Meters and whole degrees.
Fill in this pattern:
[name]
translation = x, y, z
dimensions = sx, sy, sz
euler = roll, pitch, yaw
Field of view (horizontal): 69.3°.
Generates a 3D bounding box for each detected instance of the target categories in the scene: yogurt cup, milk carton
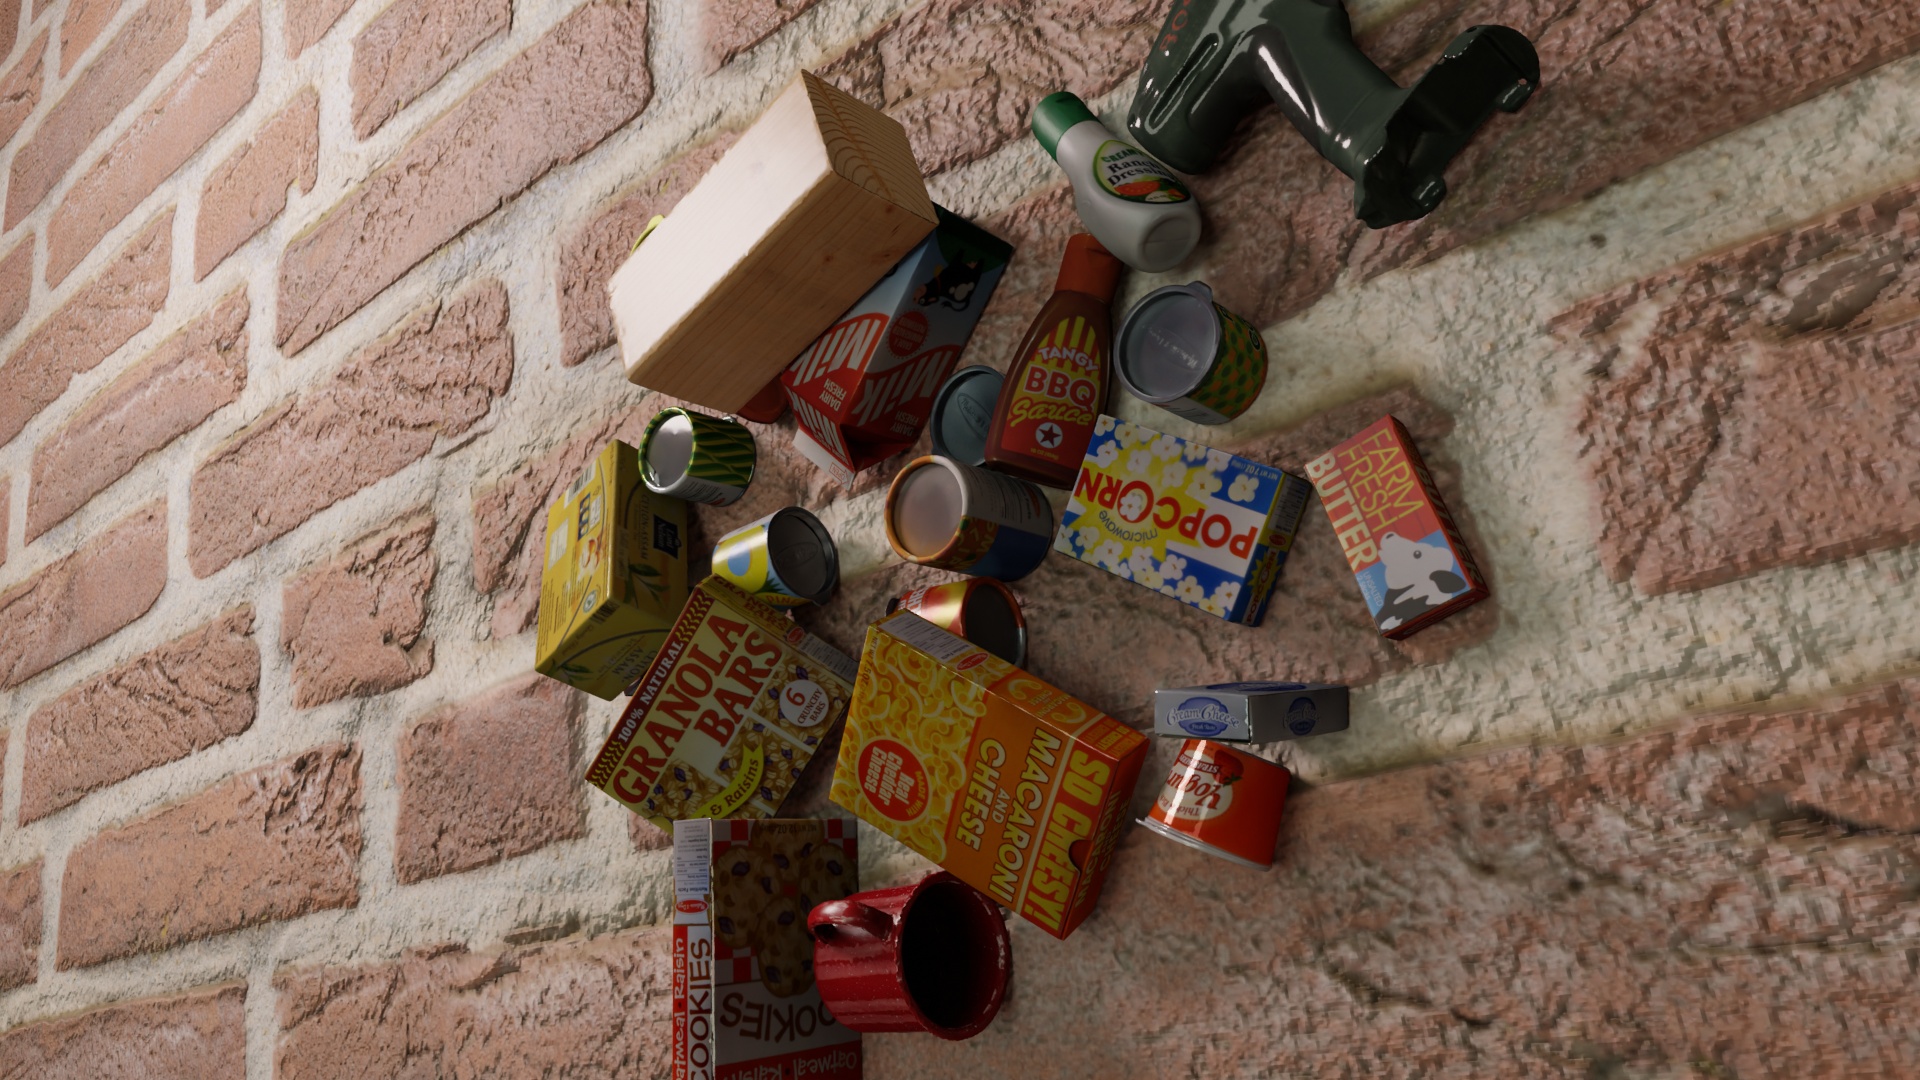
[yogurt cup]
translation = 0.135, 0.133, 0.715
dimensions = 0.072, 0.072, 0.054
euler = 17, 84, 40
[milk carton]
translation = -0.052, -0.131, 0.914
dimensions = 0.072, 0.073, 0.190
euler = 38, 105, 39

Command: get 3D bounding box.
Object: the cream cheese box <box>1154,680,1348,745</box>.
[cream cheese box]
translation = 0.146, 0.084, 0.689
dimensions = 0.053, 0.104, 0.024
euler = -2, 87, 41

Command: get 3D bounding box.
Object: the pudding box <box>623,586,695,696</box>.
[pudding box]
translation = -0.223, 0.076, 1.040
dimensions = 0.083, 0.030, 0.050
euler = -39, 60, 27

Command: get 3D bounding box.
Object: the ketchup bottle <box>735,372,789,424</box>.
[ketchup bottle]
translation = -0.188, -0.129, 1.035
dimensions = 0.149, 0.064, 0.043
euler = 28, 86, 47

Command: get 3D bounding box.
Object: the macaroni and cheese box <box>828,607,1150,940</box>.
[macaroni and cheese box]
translation = 0.011, 0.130, 0.784
dimensions = 0.167, 0.040, 0.123
euler = 26, 116, 26

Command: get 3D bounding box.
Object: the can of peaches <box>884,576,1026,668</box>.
[can of peaches]
translation = -0.003, 0.057, 0.837
dimensions = 0.058, 0.071, 0.071
euler = -13, 73, 36

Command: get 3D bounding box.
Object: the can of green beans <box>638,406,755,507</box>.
[can of green beans]
translation = -0.195, -0.062, 1.027
dimensions = 0.071, 0.058, 0.071
euler = -9, 75, 38

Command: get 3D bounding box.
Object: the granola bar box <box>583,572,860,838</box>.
[granola bar box]
translation = -0.158, 0.124, 0.928
dimensions = 0.124, 0.039, 0.165
euler = 33, 105, 0

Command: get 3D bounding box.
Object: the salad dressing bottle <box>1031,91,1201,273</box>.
[salad dressing bottle]
translation = 0.089, -0.218, 0.830
dimensions = 0.043, 0.064, 0.148
euler = 100, 149, -43

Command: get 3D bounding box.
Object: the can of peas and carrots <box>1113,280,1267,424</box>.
[can of peas and carrots]
translation = 0.129, -0.104, 0.771
dimensions = 0.071, 0.059, 0.071
euler = -9, 75, 37

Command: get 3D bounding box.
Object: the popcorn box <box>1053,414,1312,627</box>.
[popcorn box]
translation = 0.121, -0.013, 0.772
dimensions = 0.127, 0.038, 0.085
euler = 23, 96, 40

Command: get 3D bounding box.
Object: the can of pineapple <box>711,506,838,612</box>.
[can of pineapple]
translation = -0.127, 0.018, 0.950
dimensions = 0.057, 0.071, 0.071
euler = -21, 68, 35

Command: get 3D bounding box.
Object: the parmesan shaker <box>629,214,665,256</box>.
[parmesan shaker]
translation = -0.182, -0.188, 1.013
dimensions = 0.071, 0.103, 0.071
euler = -8, 76, 38

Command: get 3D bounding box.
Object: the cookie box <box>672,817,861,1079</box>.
[cookie box]
translation = -0.117, 0.256, 0.855
dimensions = 0.040, 0.123, 0.168
euler = -13, 73, 38

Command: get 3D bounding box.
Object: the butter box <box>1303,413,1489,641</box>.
[butter box]
translation = 0.218, -0.007, 0.700
dimensions = 0.053, 0.024, 0.104
euler = -33, 62, 30

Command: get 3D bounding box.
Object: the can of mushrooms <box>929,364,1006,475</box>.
[can of mushrooms]
translation = 0.014, -0.073, 0.875
dimensions = 0.071, 0.033, 0.071
euler = -8, 76, 37

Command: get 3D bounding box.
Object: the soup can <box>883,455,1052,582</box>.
[soup can]
translation = 0.003, -0.011, 0.838
dimensions = 0.071, 0.084, 0.071
euler = -9, 76, 38

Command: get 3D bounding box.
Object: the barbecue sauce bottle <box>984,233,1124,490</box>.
[barbecue sauce bottle]
translation = 0.063, -0.108, 0.828
dimensions = 0.065, 0.043, 0.148
euler = 17, 82, -4
